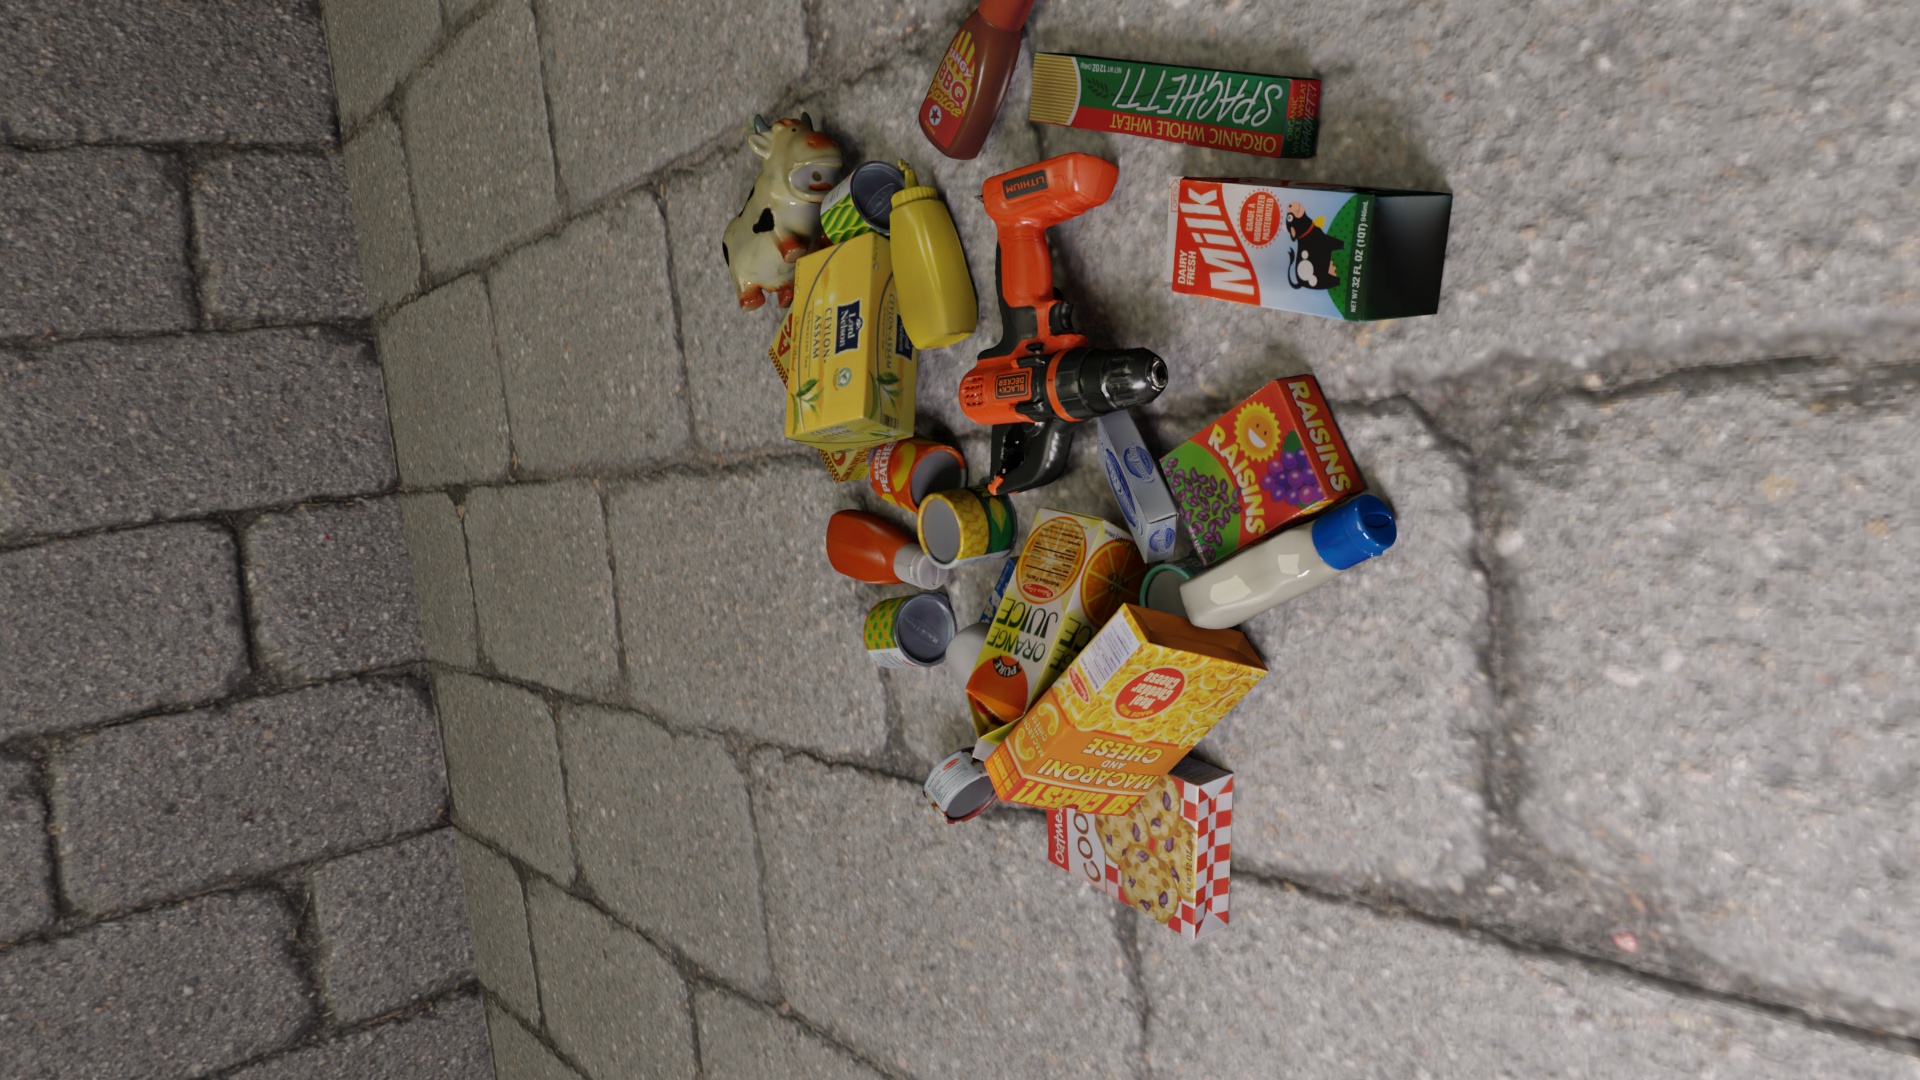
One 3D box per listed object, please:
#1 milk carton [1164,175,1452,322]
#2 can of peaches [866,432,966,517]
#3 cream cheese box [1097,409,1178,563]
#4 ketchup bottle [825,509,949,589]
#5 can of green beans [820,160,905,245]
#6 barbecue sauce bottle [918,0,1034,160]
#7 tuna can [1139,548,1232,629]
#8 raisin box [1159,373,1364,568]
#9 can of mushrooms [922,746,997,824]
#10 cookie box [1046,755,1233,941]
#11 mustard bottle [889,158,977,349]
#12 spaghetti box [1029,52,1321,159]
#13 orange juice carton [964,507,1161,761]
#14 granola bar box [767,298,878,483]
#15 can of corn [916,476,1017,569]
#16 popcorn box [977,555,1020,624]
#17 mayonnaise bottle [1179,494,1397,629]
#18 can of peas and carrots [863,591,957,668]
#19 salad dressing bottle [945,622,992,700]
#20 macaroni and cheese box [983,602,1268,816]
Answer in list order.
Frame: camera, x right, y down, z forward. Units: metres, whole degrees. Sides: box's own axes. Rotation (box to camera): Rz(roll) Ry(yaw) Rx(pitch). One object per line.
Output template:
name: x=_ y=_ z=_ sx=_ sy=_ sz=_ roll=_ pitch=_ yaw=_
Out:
milk carton: x=0.195 y=-0.183 z=0.851 sx=0.191 sy=0.074 sz=0.072 roll=22 pitch=117 yaw=50
can of peaches: x=-0.038 y=-0.058 z=1.205 sx=0.058 sy=0.071 sz=0.071 roll=24 pitch=118 yaw=48
cream cheese box: x=0.126 y=-0.040 z=0.992 sx=0.053 sy=0.024 sz=0.104 roll=81 pitch=171 yaw=-55
ketchup bottle: x=-0.069 y=0.013 z=1.289 sx=0.149 sy=0.044 sz=0.064 roll=17 pitch=113 yaw=51
can of green beans: x=-0.080 y=-0.287 z=1.207 sx=0.057 sy=0.071 sz=0.071 roll=-20 pitch=82 yaw=55
barbecue sauce bottle: x=0.016 y=-0.371 z=1.072 sx=0.065 sy=0.044 sz=0.147 roll=59 pitch=139 yaw=28
tuna can: x=0.161 y=0.043 z=0.991 sx=0.071 sy=0.033 sz=0.071 roll=20 pitch=115 yaw=50
raisin box: x=0.196 y=-0.044 z=0.915 sx=0.123 sy=0.040 sz=0.086 roll=-38 pitch=67 yaw=53
can of mushrooms: x=0.004 y=0.217 z=1.227 sx=0.033 sy=0.071 sz=0.070 roll=48 pitch=134 yaw=34
cookie box: x=0.133 y=0.215 z=1.068 sx=0.167 sy=0.040 sz=0.122 roll=17 pitch=112 yaw=51
mustard bottle: x=-0.028 y=-0.243 z=1.162 sx=0.065 sy=0.049 sz=0.160 roll=-14 pitch=87 yaw=52
spaghetti box: x=0.136 y=-0.297 z=0.939 sx=0.250 sy=0.029 sz=0.050 roll=28 pitch=122 yaw=48
orange juice carton: x=0.069 y=0.079 z=1.020 sx=0.073 sy=0.072 sz=0.193 roll=14 pitch=79 yaw=52
granola bar box: x=-0.115 y=-0.156 z=1.312 sx=0.166 sy=0.039 sz=0.123 roll=61 pitch=140 yaw=23
can of corn: x=0.004 y=-0.015 z=1.169 sx=0.071 sy=0.058 sz=0.071 roll=19 pitch=114 yaw=50
popcorn box: x=0.054 y=0.084 z=1.143 sx=0.085 sy=0.038 sz=0.126 roll=54 pitch=138 yaw=33
mayonnaise bottle: x=0.211 y=0.015 z=0.893 sx=0.147 sy=0.065 sz=0.041 roll=-34 pitch=68 yaw=48
can of peas and carrots: x=-0.045 y=0.080 z=1.258 sx=0.058 sy=0.071 sz=0.071 roll=-12 pitch=89 yaw=55
salad dressing bottle: x=0.045 y=0.130 z=1.097 sx=0.148 sy=0.044 sz=0.064 roll=52 pitch=131 yaw=31
macaroni and cheese box: x=0.113 y=0.123 z=0.960 sx=0.165 sy=0.124 sz=0.040 roll=-52 pitch=43 yaw=27
